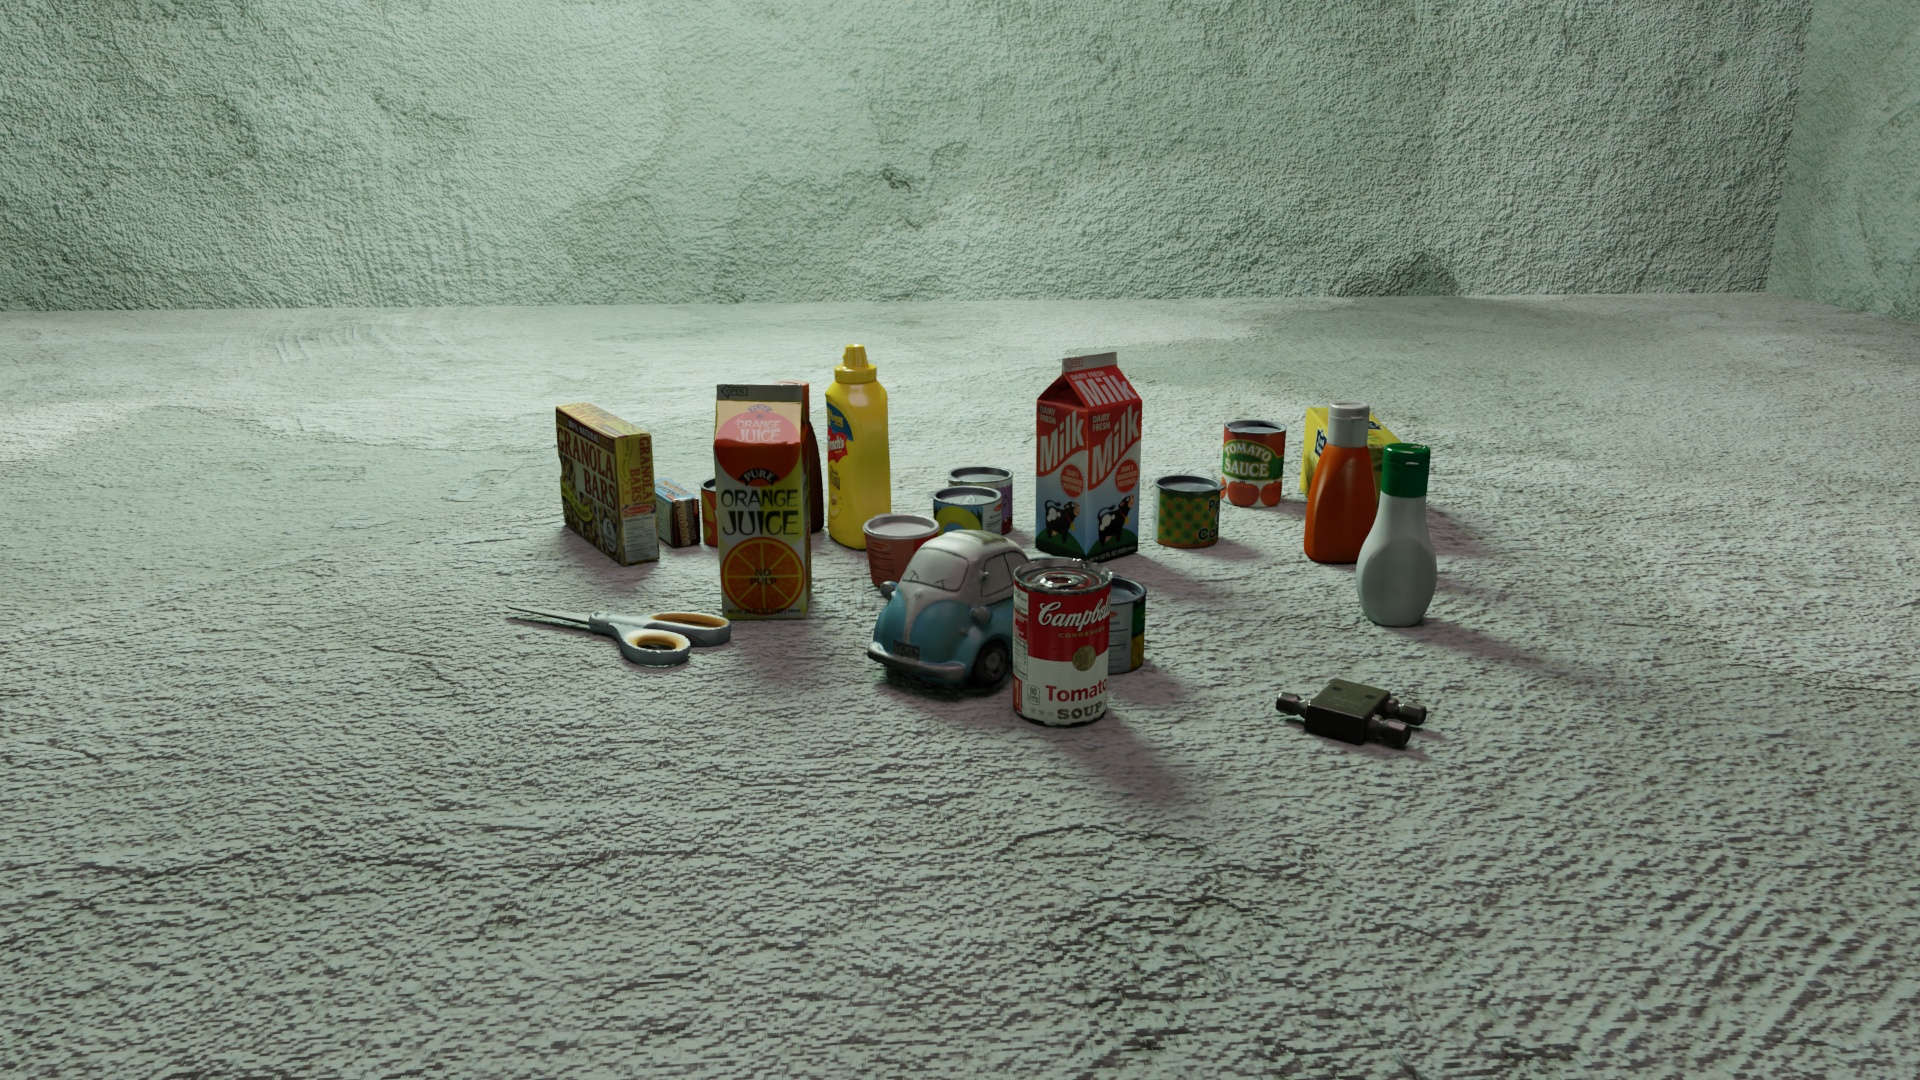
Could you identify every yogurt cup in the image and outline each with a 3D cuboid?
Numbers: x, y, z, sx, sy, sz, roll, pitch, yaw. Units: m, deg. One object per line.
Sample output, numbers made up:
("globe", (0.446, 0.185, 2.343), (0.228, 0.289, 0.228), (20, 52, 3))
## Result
("yogurt cup", (-0.052, 0.011, 1.238), (0.072, 0.053, 0.072), (0, 17, 0))

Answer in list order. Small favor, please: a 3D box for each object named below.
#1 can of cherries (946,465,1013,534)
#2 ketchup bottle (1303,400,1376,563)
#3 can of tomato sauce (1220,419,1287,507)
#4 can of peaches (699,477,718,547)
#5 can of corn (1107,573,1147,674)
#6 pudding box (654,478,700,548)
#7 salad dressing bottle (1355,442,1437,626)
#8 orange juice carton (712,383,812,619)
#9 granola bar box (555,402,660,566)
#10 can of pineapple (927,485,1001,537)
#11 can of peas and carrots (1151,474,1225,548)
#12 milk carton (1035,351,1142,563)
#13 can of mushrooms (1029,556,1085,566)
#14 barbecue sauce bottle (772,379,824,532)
("can of cherries", (0.018, -0.039, 1.392), (0.071, 0.058, 0.072), (0, 17, 0))
("ketchup bottle", (0.357, -0.054, 1.292), (0.065, 0.148, 0.043), (-2, 17, -8))
("can of tomato sauce", (0.314, -0.083, 1.492), (0.071, 0.082, 0.071), (0, 17, 0))
("can of peaches", (-0.219, -0.028, 1.354), (0.071, 0.058, 0.071), (0, 17, 0))
("can of corn", (0.109, 0.063, 1.065), (0.071, 0.058, 0.071), (0, 17, 0))
("pudding box", (-0.285, -0.028, 1.366), (0.030, 0.049, 0.084), (-10, 20, -30))
("salad dressing bottle", (0.360, -0.005, 1.137), (0.064, 0.147, 0.044), (1, 17, 4))
("orange juice carton", (-0.163, -0.036, 1.155), (0.072, 0.192, 0.073), (-1, 17, -3))
("granola bar box", (-0.342, -0.057, 1.335), (0.039, 0.123, 0.166), (-11, 20, -32))
("can of pineapple", (0.005, -0.017, 1.320), (0.071, 0.057, 0.071), (0, 17, 0))
("can of peas and carrots", (0.223, -0.029, 1.360), (0.071, 0.058, 0.071), (0, 17, 0))
("milk carton", (0.120, -0.080, 1.302), (0.072, 0.189, 0.073), (-13, 21, -37))
("can of mushrooms", (0.079, 0.039, 1.182), (0.071, 0.033, 0.071), (0, 17, 0))
("barbecue sauce bottle", (-0.167, -0.084, 1.381), (0.065, 0.148, 0.044), (13, 21, 37))
